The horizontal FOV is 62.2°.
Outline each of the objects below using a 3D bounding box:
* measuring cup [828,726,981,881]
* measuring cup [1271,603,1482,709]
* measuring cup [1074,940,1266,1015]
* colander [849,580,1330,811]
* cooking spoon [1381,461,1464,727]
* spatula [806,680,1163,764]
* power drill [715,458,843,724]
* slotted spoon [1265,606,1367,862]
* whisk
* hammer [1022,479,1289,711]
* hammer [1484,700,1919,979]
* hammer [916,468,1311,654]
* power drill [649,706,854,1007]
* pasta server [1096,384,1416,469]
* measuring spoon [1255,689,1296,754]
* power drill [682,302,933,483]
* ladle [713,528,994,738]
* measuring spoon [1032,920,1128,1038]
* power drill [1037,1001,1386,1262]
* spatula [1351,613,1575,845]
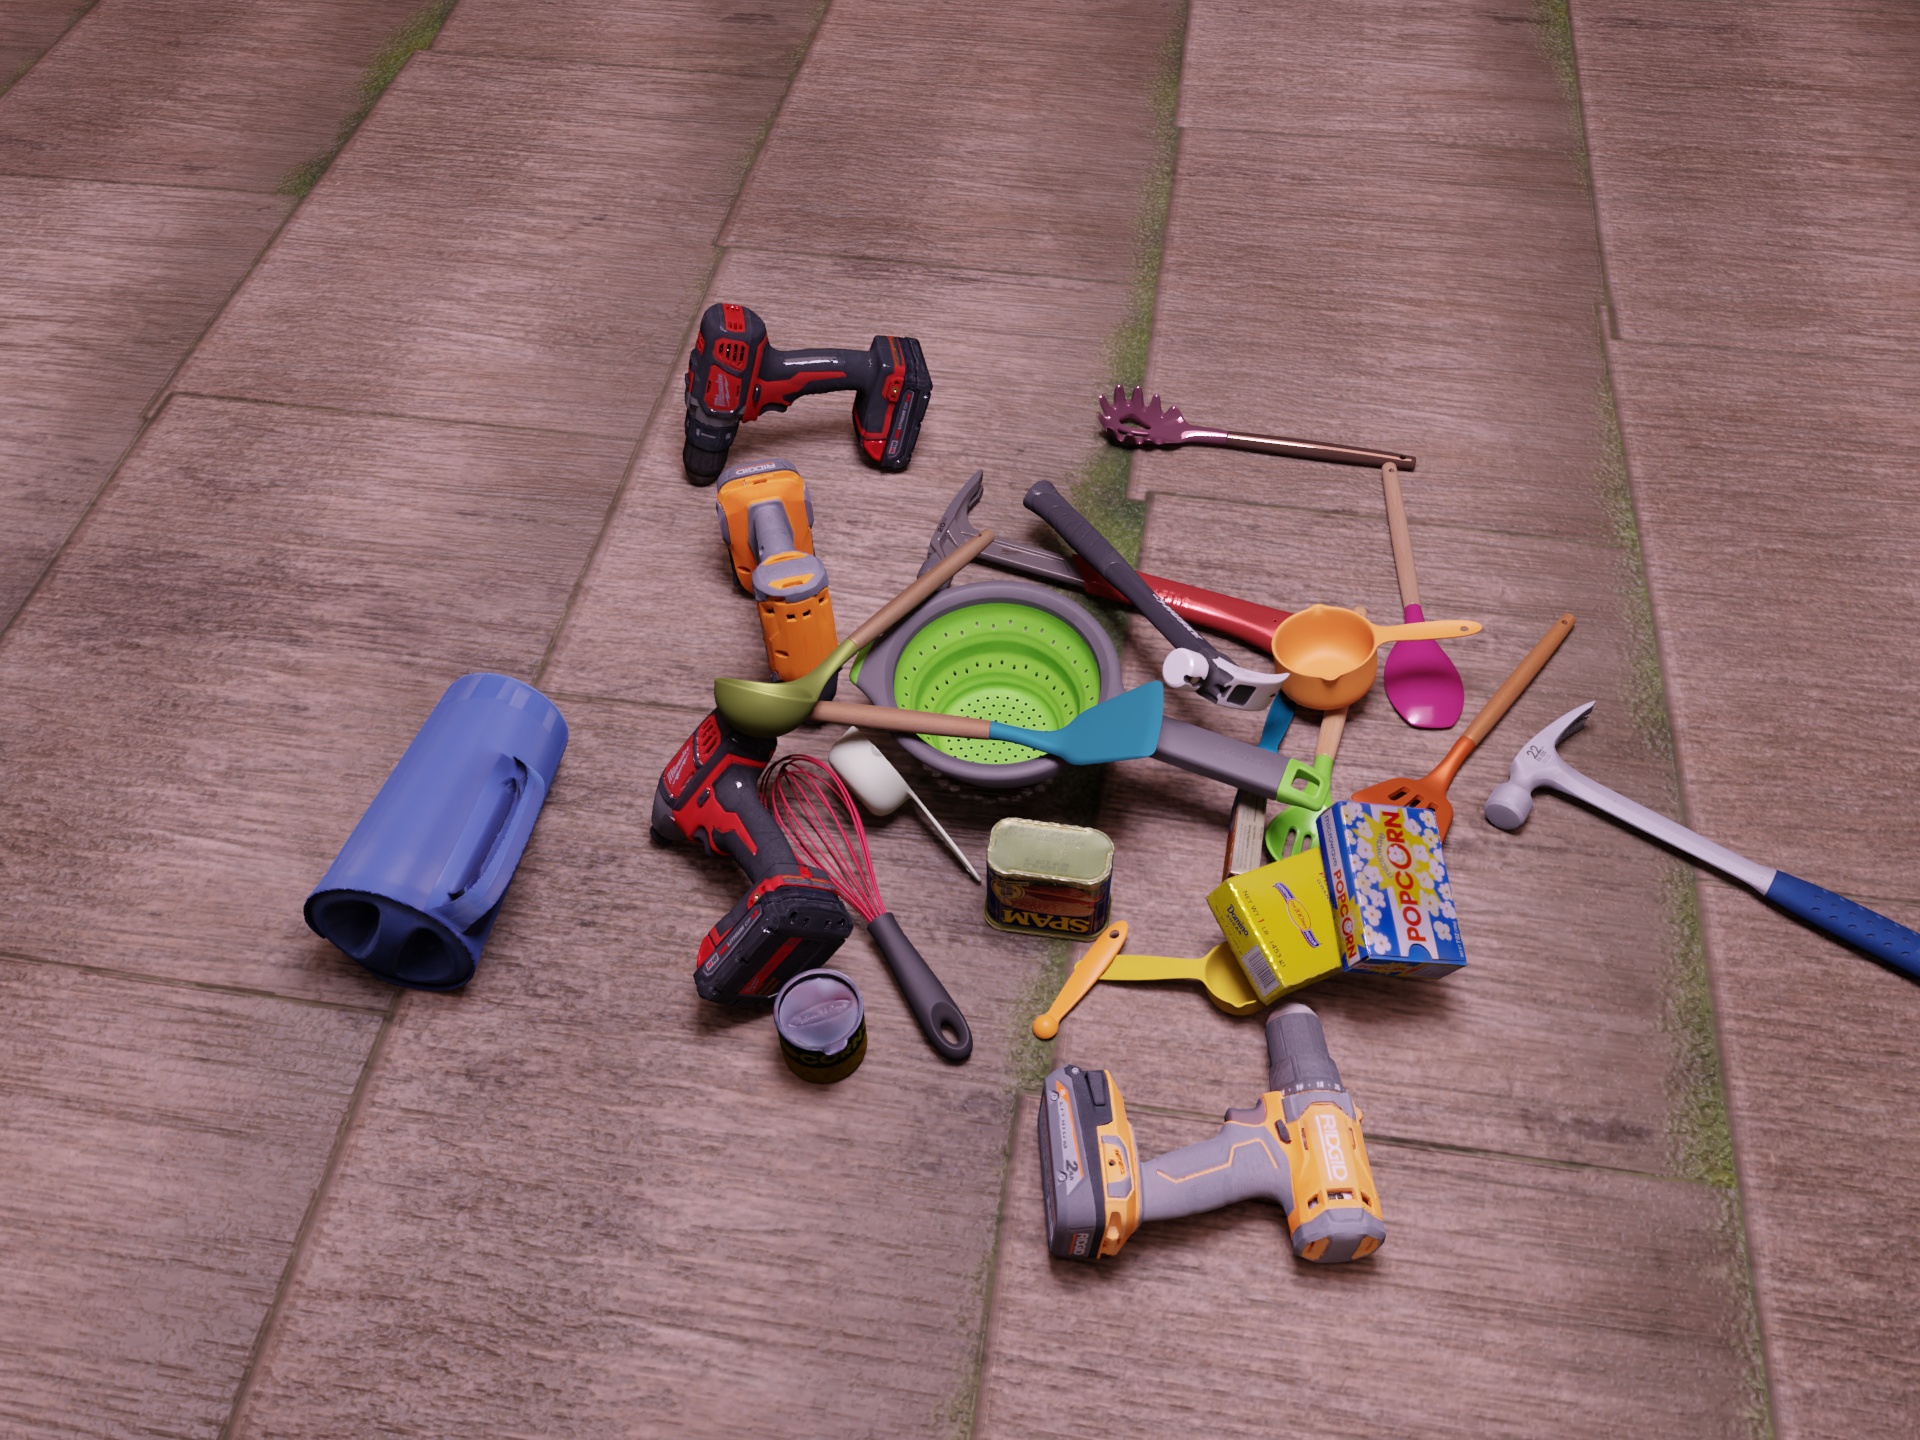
[{"bbox_3d":[-0.048,0.078,1.299,0.038,0.083,0.168,-40,77,-6],"label":"measuring cup"},{"bbox_3d":[0.354,-0.054,1.357,0.173,0.052,0.095,-6,44,8],"label":"measuring cup"},{"bbox_3d":[0.166,0.198,1.223,0.156,0.029,0.062,-1,51,16],"label":"measuring cup"},{"bbox_3d":[0.105,0.015,1.314,0.397,0.094,0.205,20,57,16],"label":"colander"},{"bbox_3d":[0.412,-0.122,1.462,0.069,0.017,0.319,2,53,2],"label":"cooking spoon"},{"bbox_3d":[-0.002,-0.004,1.247,0.317,0.044,0.082,6,47,8],"label":"spatula"},{"bbox_3d":[-0.154,-0.112,1.399,0.084,0.164,0.227,-13,41,-8],"label":"power drill"},{"bbox_3d":[0.316,0.015,1.354,0.070,0.031,0.314,15,52,10],"label":"slotted spoon"},{"bbox_3d":[-0.074,0.143,1.248,0.073,0.073,0.296,-26,63,-18],"label":"whisk"},{"bbox_3d":[0.152,-0.116,1.380,0.146,0.035,0.335,13,27,-41],"label":"hammer"},{"bbox_3d":[0.633,0.118,1.259,0.406,0.035,0.144,30,59,22],"label":"hammer"},{"bbox_3d":[0.148,-0.133,1.466,0.359,0.036,0.149,17,55,15],"label":"hammer"},{"bbox_3d":[-0.177,0.107,1.236,0.078,0.143,0.220,15,37,-43],"label":"power drill"},{"bbox_3d":[0.292,-0.281,1.577,0.316,0.040,0.060,9,65,7],"label":"pasta server"},{"bbox_3d":[0.267,0.017,1.363,0.042,0.021,0.129,17,45,15],"label":"measuring spoon"},{"bbox_3d":[-0.157,-0.302,1.543,0.226,0.187,0.080,3,45,-19],"label":"power drill"},{"bbox_3d":[-0.075,-0.085,1.292,0.078,0.062,0.320,16,44,38],"label":"ladle"},{"bbox_3d":[0.093,0.196,1.219,0.021,0.011,0.117,25,62,34],"label":"measuring spoon"},{"bbox_3d":[0.170,0.285,1.117,0.226,0.084,0.186,0,50,-4],"label":"power drill"},{"bbox_3d":[0.446,-0.001,1.354,0.081,0.041,0.323,33,59,25],"label":"spatula"}]
